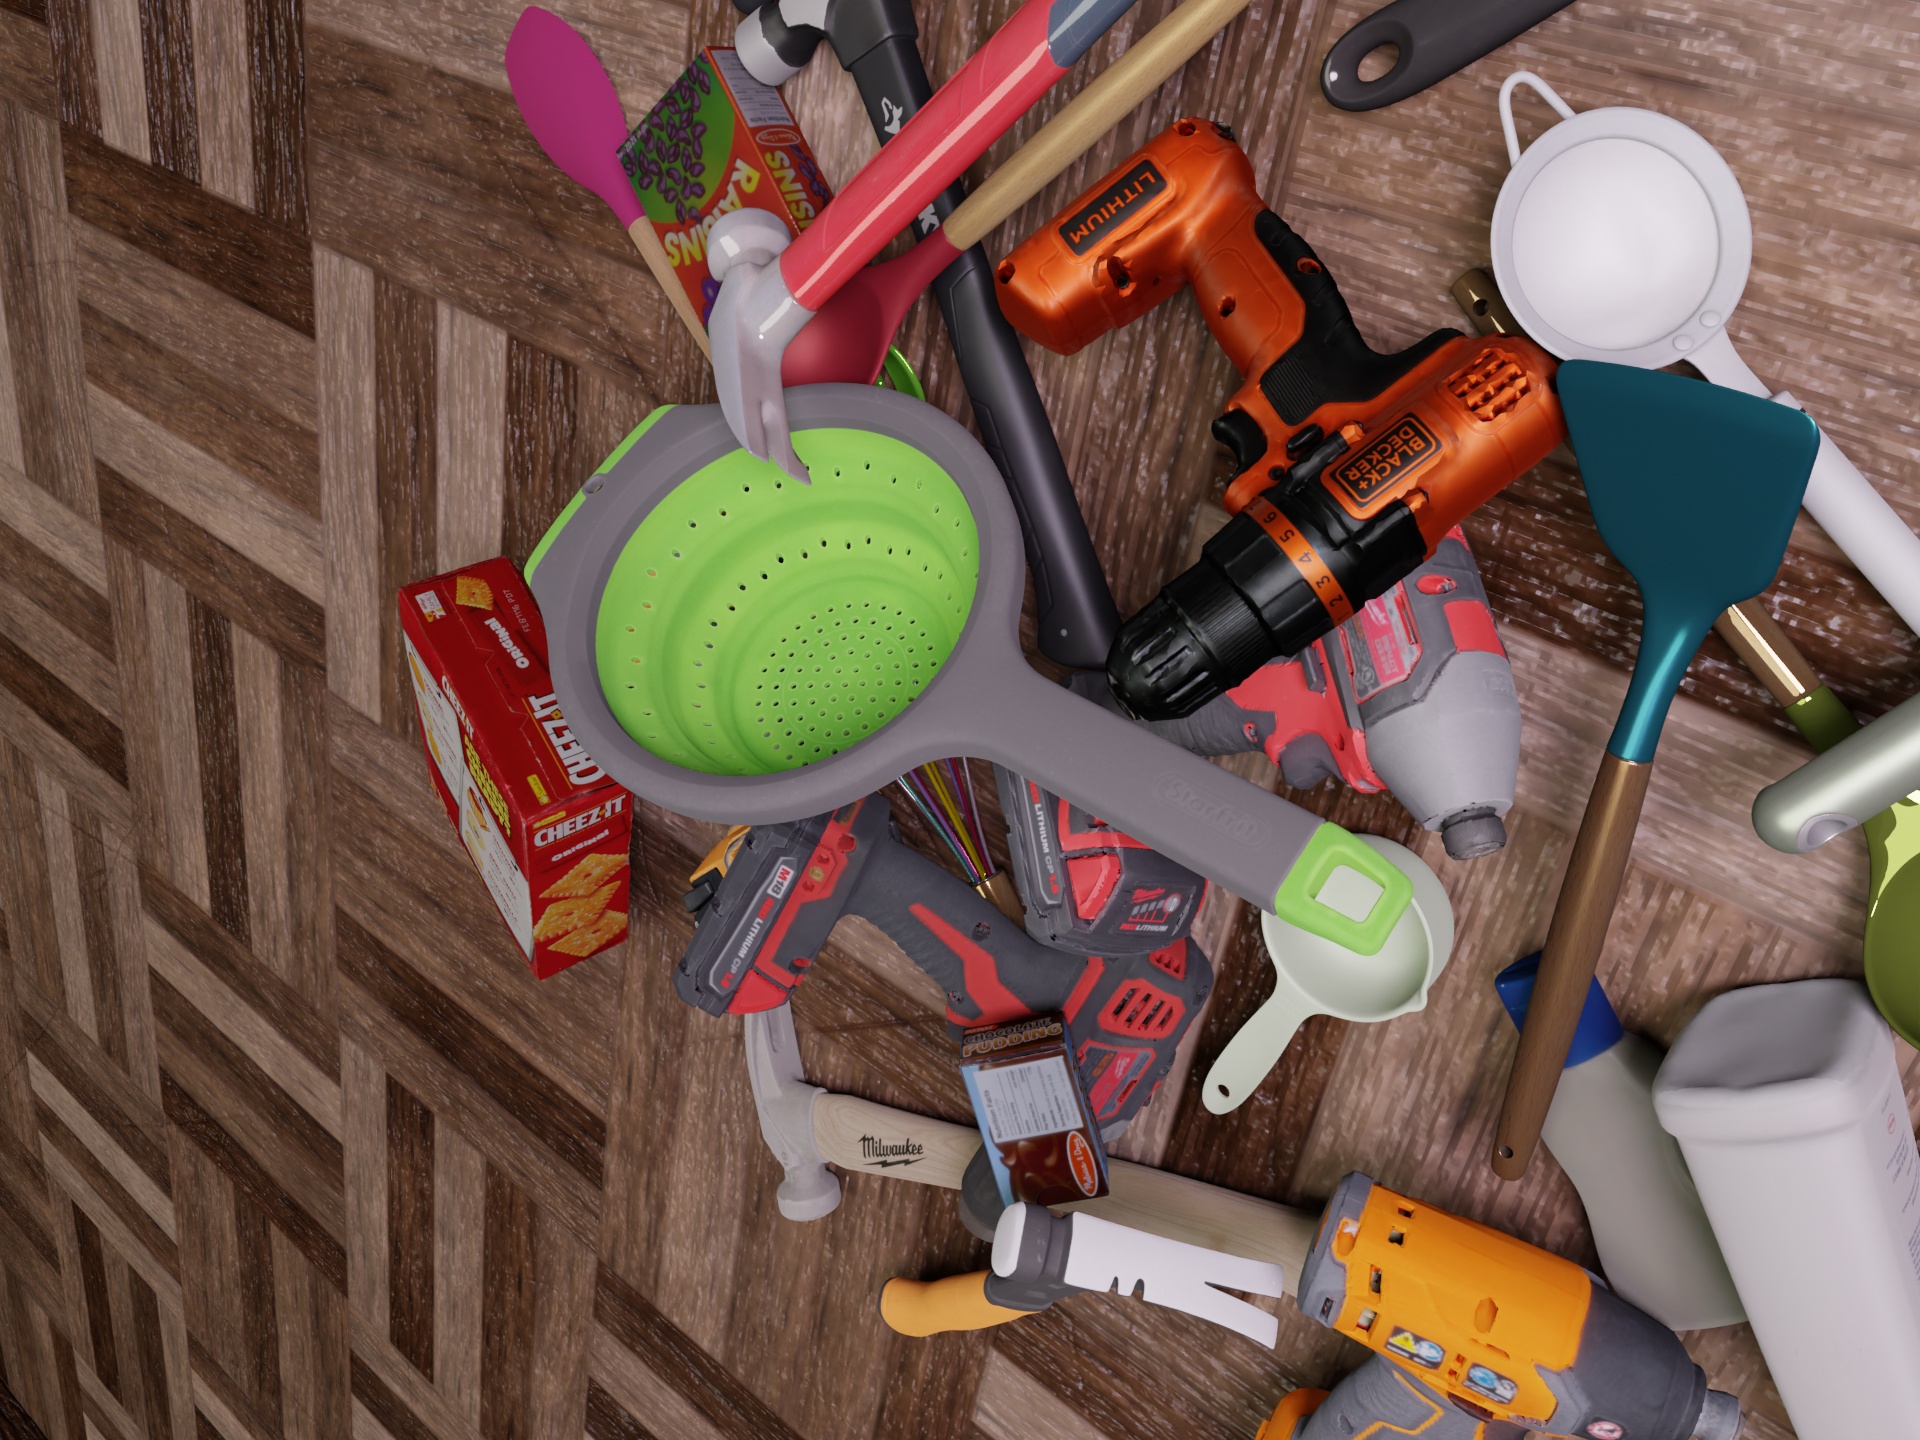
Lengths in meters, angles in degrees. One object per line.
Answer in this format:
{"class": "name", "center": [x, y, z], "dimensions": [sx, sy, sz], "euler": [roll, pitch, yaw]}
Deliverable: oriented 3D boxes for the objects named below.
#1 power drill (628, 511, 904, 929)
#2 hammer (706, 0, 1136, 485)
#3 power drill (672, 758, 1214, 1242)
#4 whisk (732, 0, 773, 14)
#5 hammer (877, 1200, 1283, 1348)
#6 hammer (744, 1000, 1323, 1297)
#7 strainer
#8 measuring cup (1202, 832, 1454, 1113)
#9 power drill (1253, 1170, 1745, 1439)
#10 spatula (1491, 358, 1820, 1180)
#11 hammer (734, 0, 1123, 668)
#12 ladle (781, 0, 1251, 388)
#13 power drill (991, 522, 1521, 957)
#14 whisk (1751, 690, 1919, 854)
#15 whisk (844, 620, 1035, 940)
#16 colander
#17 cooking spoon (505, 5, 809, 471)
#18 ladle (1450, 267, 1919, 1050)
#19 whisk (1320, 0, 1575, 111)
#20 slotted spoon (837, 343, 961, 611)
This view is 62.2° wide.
{"class": "power drill", "center": [-0.140, 0.009, 0.873], "dimensions": [0.185, 0.084, 0.226], "euler": [-31, 82, 45]}
{"class": "hammer", "center": [0.042, -0.245, 0.571], "dimensions": [0.386, 0.038, 0.143], "euler": [-36, 48, 29]}
{"class": "power drill", "center": [-0.017, 0.139, 0.755], "dimensions": [0.226, 0.080, 0.188], "euler": [28, 112, -3]}
{"class": "whisk", "center": [-0.061, -0.430, 0.646], "dimensions": [0.070, 0.070, 0.284], "euler": [39, 132, 22]}
{"class": "hammer", "center": [0.030, 0.288, 0.798], "dimensions": [0.127, 0.034, 0.336], "euler": [18, 153, -11]}
{"class": "hammer", "center": [0.042, 0.230, 0.833], "dimensions": [0.411, 0.038, 0.146], "euler": [2, 107, 39]}
{"class": "strainer", "center": [0.256, -0.102, 0.517], "dimensions": [0.087, 0.050, 0.258], "euler": [-39, 85, -2]}
{"class": "measuring cup", "center": [0.153, 0.116, 0.694], "dimensions": [0.083, 0.038, 0.167], "euler": [42, 131, 20]}
{"class": "power drill", "center": [0.208, 0.299, 0.660], "dimensions": [0.164, 0.084, 0.226], "euler": [20, 129, 19]}
{"class": "spatula", "center": [0.218, 0.036, 0.550], "dimensions": [0.082, 0.044, 0.317], "euler": [29, 124, 41]}
{"class": "hammer", "center": [0.010, -0.181, 0.697], "dimensions": [0.146, 0.035, 0.335], "euler": [-15, 97, 43]}
{"class": "ladle", "center": [0.014, -0.211, 0.639], "dimensions": [0.315, 0.031, 0.069], "euler": [-30, 84, 39]}
{"class": "power drill", "center": [0.117, 0.014, 0.631], "dimensions": [0.219, 0.078, 0.143], "euler": [-33, 60, 41]}
{"class": "whisk", "center": [0.334, -0.036, 0.447], "dimensions": [0.246, 0.057, 0.059], "euler": [-42, 40, 29]}
{"class": "whisk", "center": [0.004, 0.058, 0.799], "dimensions": [0.245, 0.051, 0.047], "euler": [64, 154, -5]}
{"class": "colander", "center": [-0.001, -0.002, 0.646], "dimensions": [0.397, 0.204, 0.094], "euler": [29, 164, 28]}
{"class": "cooking spoon", "center": [-0.153, -0.237, 0.823], "dimensions": [0.068, 0.017, 0.319], "euler": [-41, 79, 43]}
{"class": "ladle", "center": [0.262, -0.028, 0.532], "dimensions": [0.078, 0.062, 0.320], "euler": [-42, 76, 35]}
{"class": "whisk", "center": [0.229, -0.252, 0.472], "dimensions": [0.296, 0.073, 0.073], "euler": [-12, 99, 49]}
{"class": "slotted spoon", "center": [-0.002, -0.045, 0.766], "dimensions": [0.070, 0.031, 0.314], "euler": [-22, 94, 28]}
